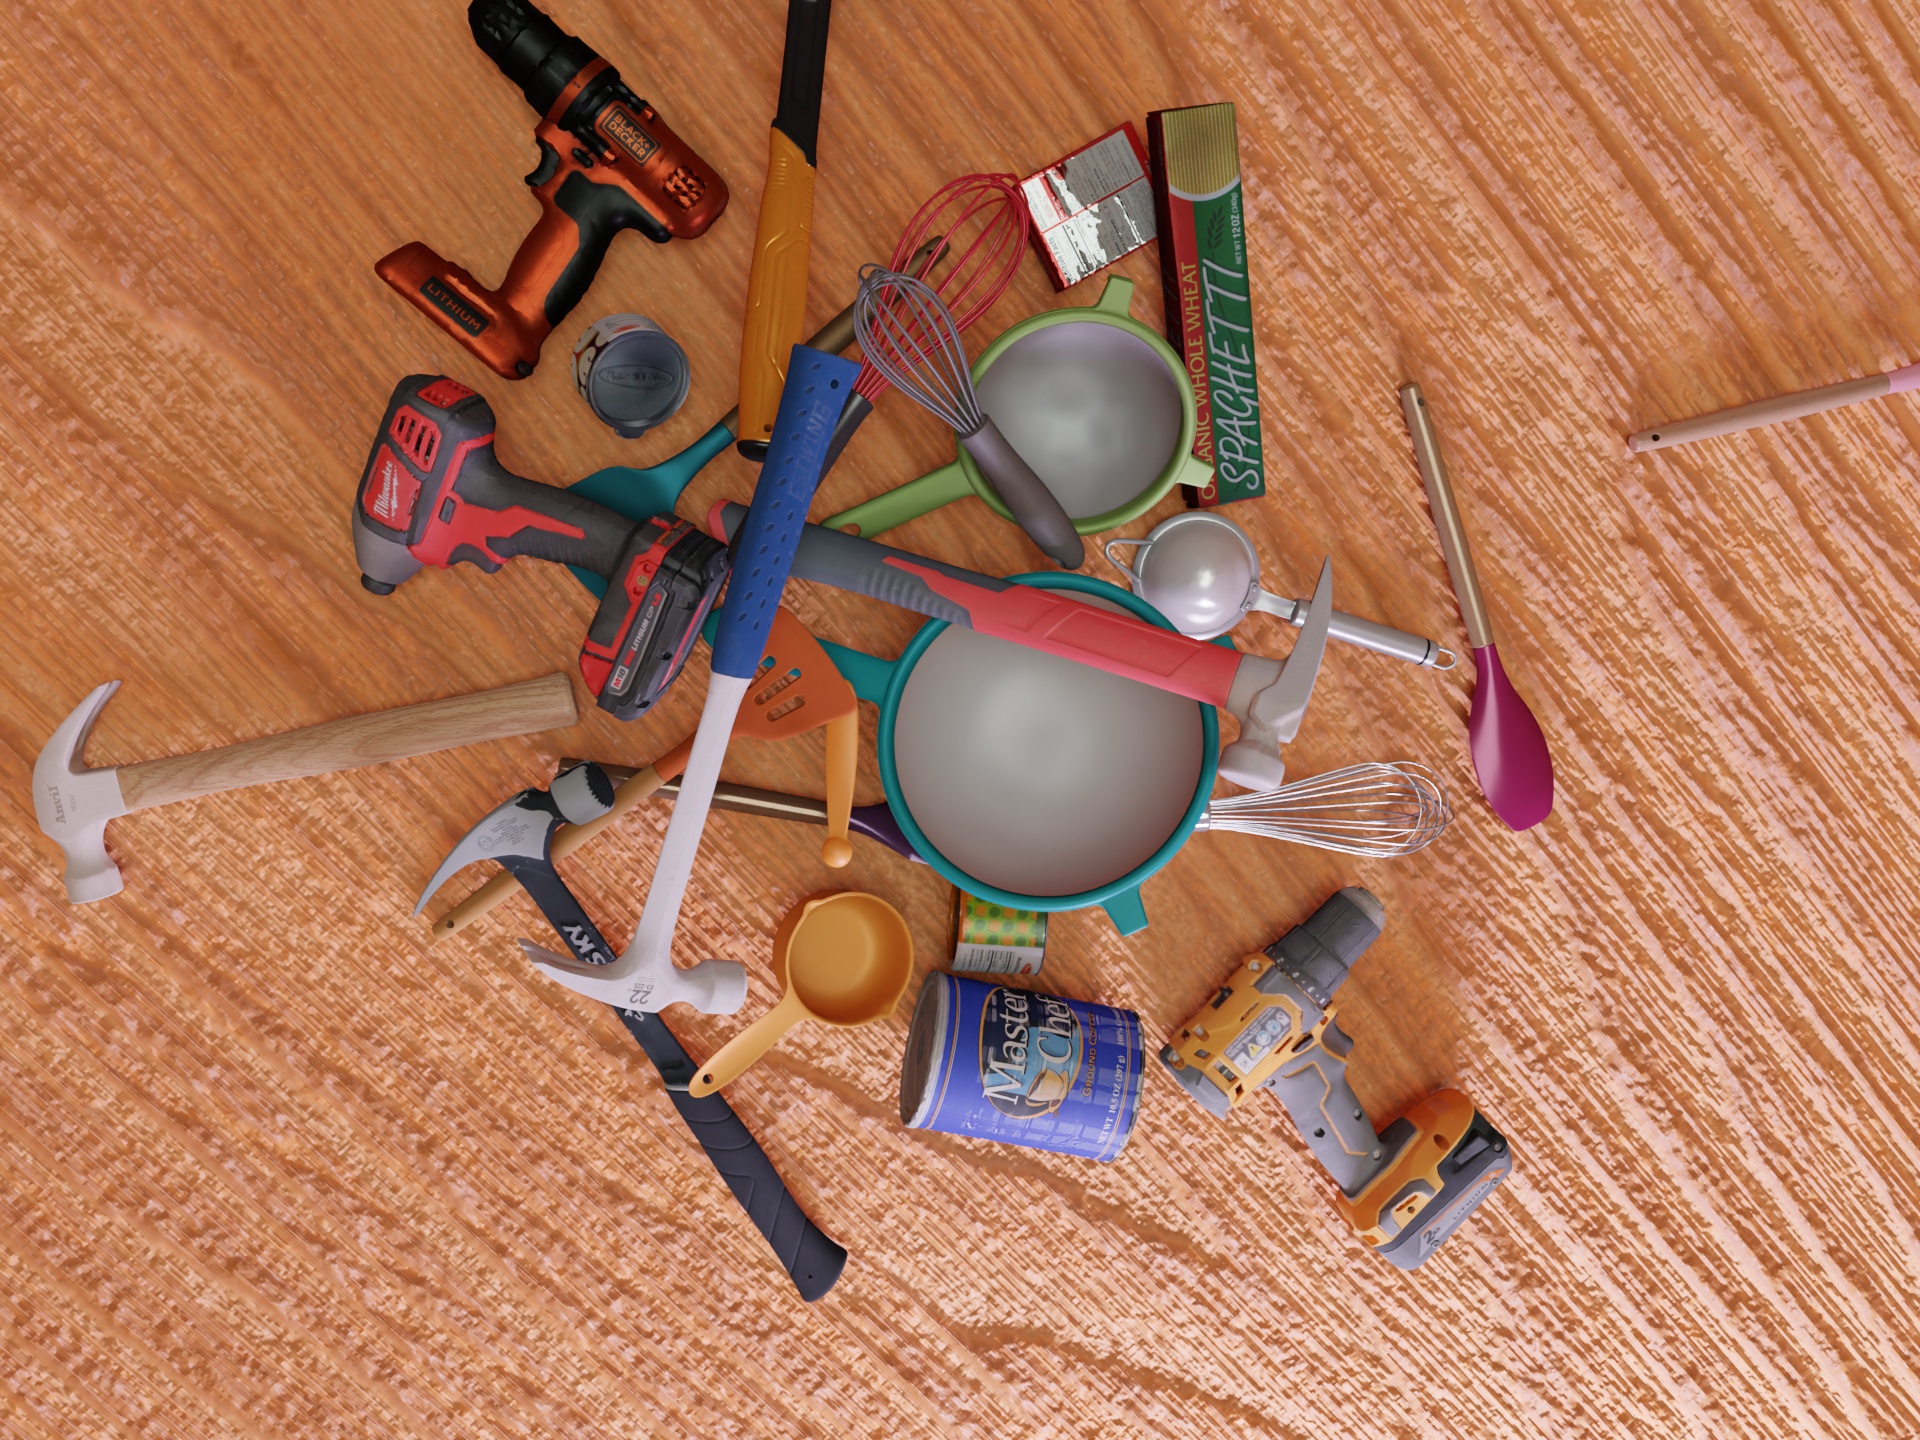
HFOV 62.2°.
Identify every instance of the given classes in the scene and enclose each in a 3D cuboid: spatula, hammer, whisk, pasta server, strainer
[{"bbox_3d":[-0.211,0.048,1.005,0.322,0.041,0.081,-35,96,8],"label":"spatula"},{"bbox_3d":[-0.110,-0.320,0.947,0.127,0.034,0.337,5,83,-10],"label":"hammer"},{"bbox_3d":[-0.130,-0.201,1.009,0.317,0.044,0.082,-41,101,-5],"label":"spatula"},{"bbox_3d":[-0.193,0.225,1.037,0.149,0.036,0.408,-27,107,12],"label":"hammer"},{"bbox_3d":[0.191,0.063,1.075,0.284,0.070,0.070,-1,99,-2],"label":"whisk"},{"bbox_3d":[-0.052,-0.213,0.969,0.073,0.073,0.296,36,87,-11],"label":"whisk"},{"bbox_3d":[0.613,-0.227,1.092,0.316,0.040,0.060,-14,88,-4],"label":"pasta server"},{"bbox_3d":[-0.141,-0.018,0.924,0.144,0.035,0.405,11,102,-35],"label":"hammer"},{"bbox_3d":[0.028,-0.083,0.968,0.386,0.038,0.143,18,80,14],"label":"hammer"},{"bbox_3d":[-0.408,0.016,1.000,0.331,0.031,0.130,-12,100,-6],"label":"hammer"},{"bbox_3d":[-0.105,0.056,1.045,0.316,0.018,0.060,10,54,-5],"label":"spatula"},{"bbox_3d":[0.221,-0.075,1.064,0.258,0.050,0.087,16,103,-13],"label":"strainer"},{"bbox_3d":[-0.002,-0.003,1.029,0.340,0.095,0.211,19,85,11],"label":"strainer"},{"bbox_3d":[0.011,-0.175,0.949,0.055,0.055,0.238,-41,123,0],"label":"whisk"},{"bbox_3d":[0.023,-0.177,1.017,0.256,0.069,0.151,-23,122,14],"label":"strainer"}]

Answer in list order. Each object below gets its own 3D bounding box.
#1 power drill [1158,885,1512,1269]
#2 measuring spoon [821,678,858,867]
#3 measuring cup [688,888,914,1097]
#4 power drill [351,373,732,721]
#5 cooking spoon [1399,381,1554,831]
[{"bbox_3d":[0.276,0.242,1.100,0.226,0.084,0.185,44,90,-7],"label":"power drill"},{"bbox_3d":[-0.076,0.033,0.982,0.021,0.011,0.117,2,88,16],"label":"measuring spoon"},{"bbox_3d":[-0.111,0.179,1.033,0.173,0.052,0.095,-39,104,-16],"label":"measuring cup"},{"bbox_3d":[-0.264,-0.099,0.968,0.219,0.079,0.143,30,114,-3],"label":"power drill"},{"bbox_3d":[0.350,-0.076,1.085,0.069,0.017,0.319,-23,99,-24],"label":"cooking spoon"}]
